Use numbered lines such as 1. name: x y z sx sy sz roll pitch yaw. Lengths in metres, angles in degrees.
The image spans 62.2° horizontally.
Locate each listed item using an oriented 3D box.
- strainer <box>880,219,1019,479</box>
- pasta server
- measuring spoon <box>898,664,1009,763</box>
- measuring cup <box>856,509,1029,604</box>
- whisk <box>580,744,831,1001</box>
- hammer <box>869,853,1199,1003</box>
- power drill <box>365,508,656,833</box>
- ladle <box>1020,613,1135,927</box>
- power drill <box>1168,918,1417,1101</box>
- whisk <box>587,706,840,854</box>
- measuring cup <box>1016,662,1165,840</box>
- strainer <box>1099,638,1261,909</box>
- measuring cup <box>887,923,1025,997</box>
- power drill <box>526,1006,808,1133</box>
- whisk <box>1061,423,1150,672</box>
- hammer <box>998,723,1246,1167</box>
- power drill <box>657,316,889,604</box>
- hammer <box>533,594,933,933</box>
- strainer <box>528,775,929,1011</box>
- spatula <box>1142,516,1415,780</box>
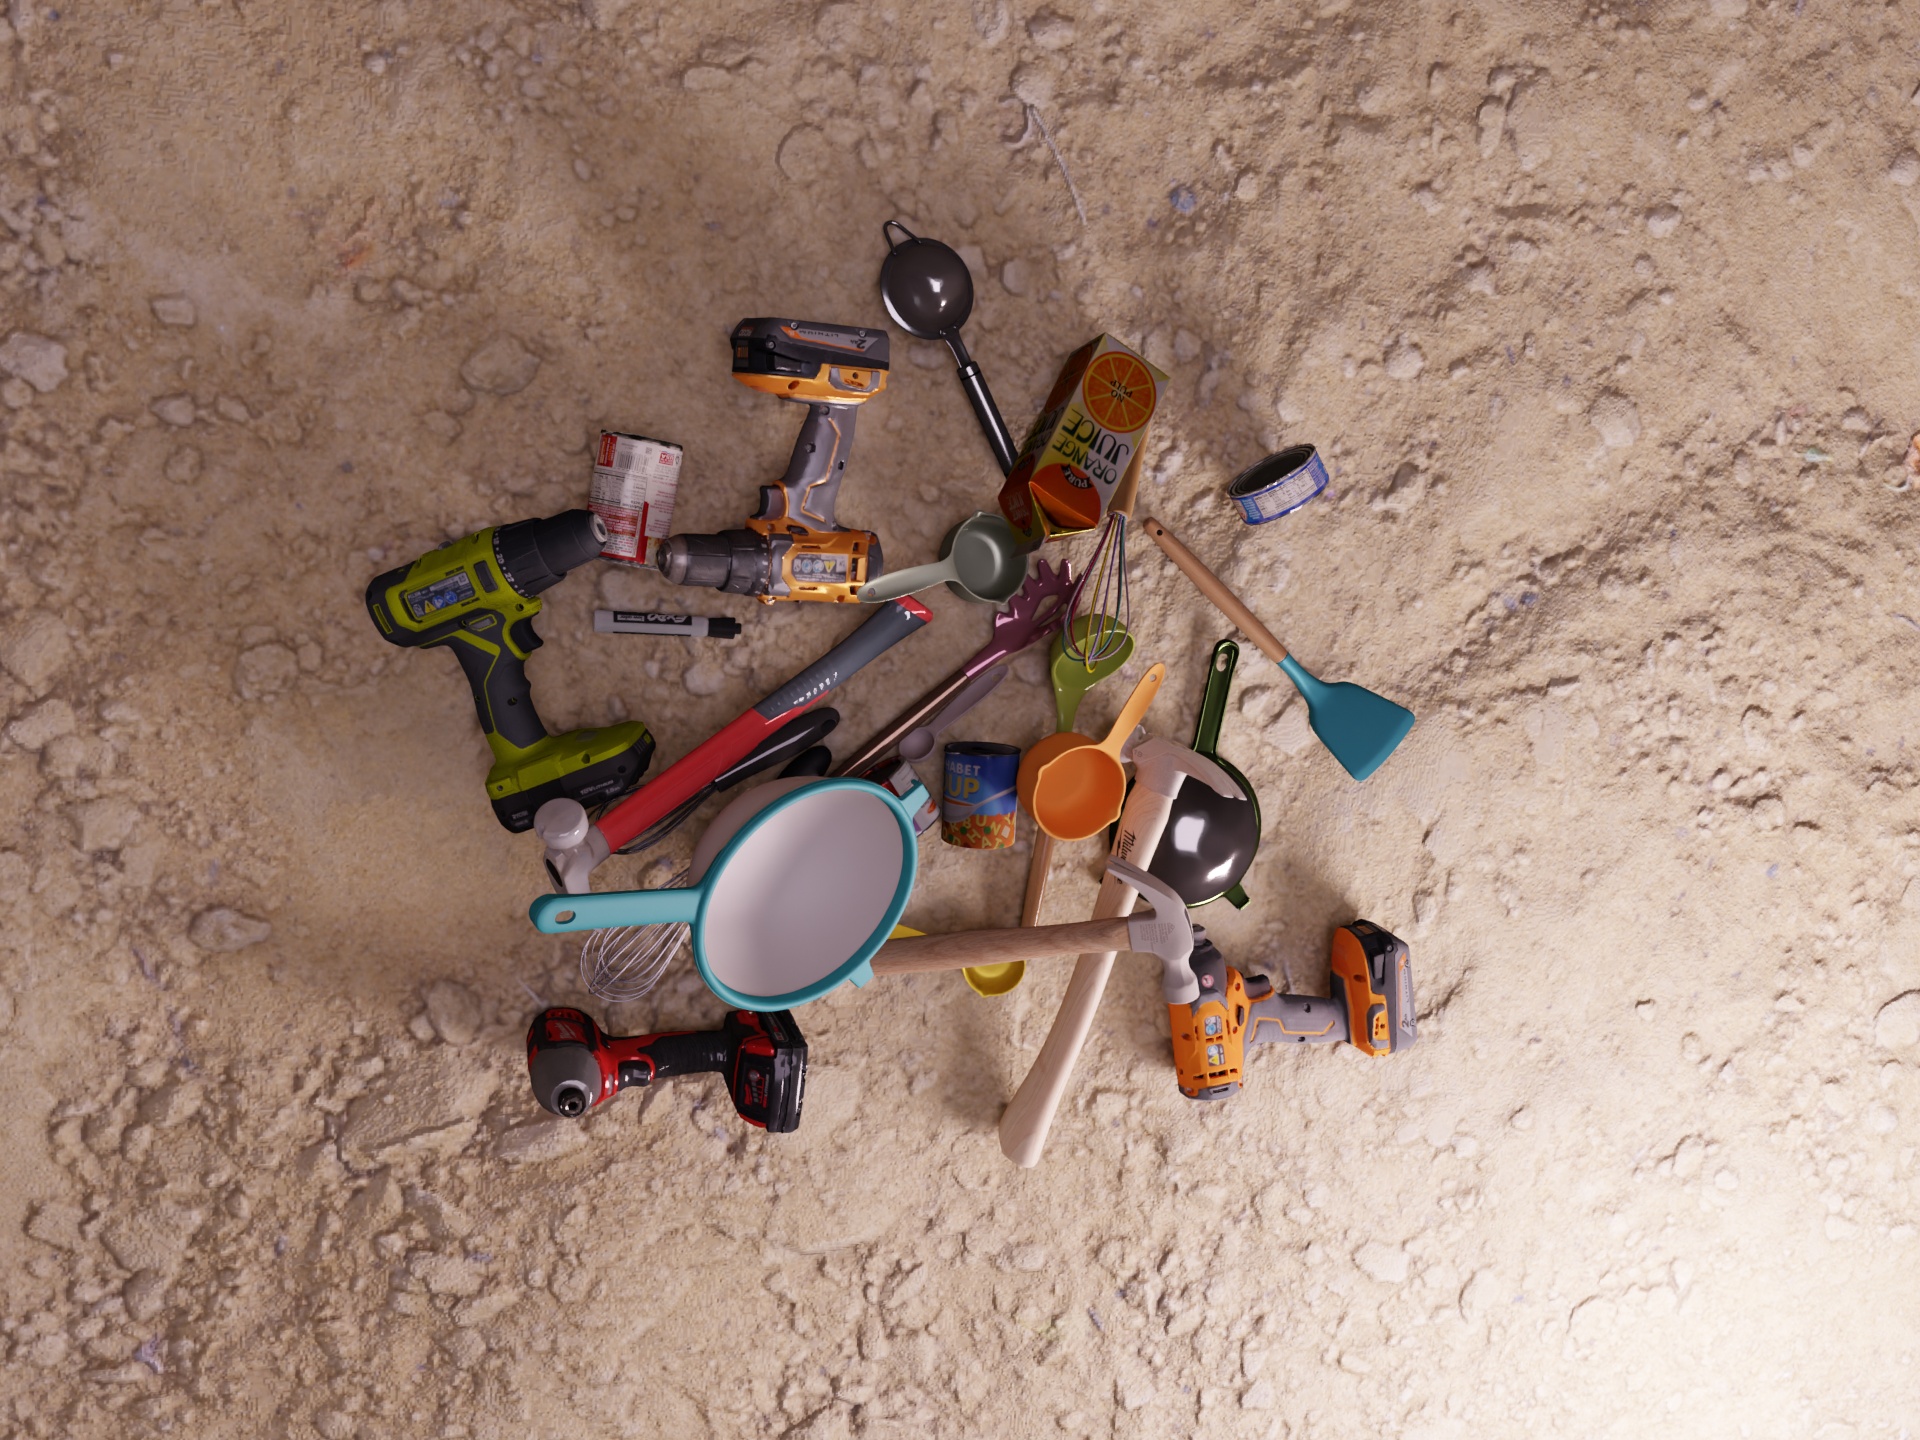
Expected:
1. strainer: 0.005 -0.303 1.341 0.087 0.050 0.258 -34 110 -23
2. pasta server: -0.019 -0.025 1.378 0.316 0.060 0.040 -39 151 -4
3. measuring spoon: -0.002 -0.004 1.396 0.124 0.034 0.018 -41 142 -11
4. measuring cup: -0.021 -0.124 1.342 0.167 0.038 0.083 -19 96 -27
5. whisk: -0.211 0.125 1.344 0.284 0.070 0.070 -46 107 -10
6. hammer: 0.032 0.191 1.361 0.331 0.031 0.130 -7 105 11
7. power drill: -0.332 -0.044 1.248 0.190 0.080 0.228 -20 105 10
8. ladle: 0.092 0.061 1.414 0.078 0.062 0.320 3 102 -37
9. power drill: 0.304 0.254 1.490 0.226 0.084 0.164 -10 101 -10
10. whisk: -0.207 0.047 1.337 0.239 0.055 0.055 -29 105 -14
11. measuring cup: 0.114 0.018 1.361 0.095 0.052 0.173 31 93 -30
12. strainer: 0.226 0.055 1.440 0.151 0.069 0.256 9 98 -16
13. measuring cup: -0.017 0.201 1.427 0.156 0.029 0.062 18 100 -5
14. power drill: -0.244 0.287 1.314 0.219 0.143 0.078 4 100 -18
15. whisk: 0.130 -0.153 1.361 0.047 0.051 0.245 30 64 -39
16. hammer: 0.126 0.214 1.410 0.038 0.146 0.410 10 104 -41
17. power drill: -0.148 -0.206 1.279 0.185 0.084 0.226 -1 102 -29
18. hammer: -0.170 0.018 1.291 0.386 0.038 0.143 -38 150 -27
19. strainer: -0.193 0.123 1.253 0.340 0.095 0.211 1 114 -41
20. spatula: 0.281 -0.075 1.449 0.317 0.044 0.082 42 89 -16
